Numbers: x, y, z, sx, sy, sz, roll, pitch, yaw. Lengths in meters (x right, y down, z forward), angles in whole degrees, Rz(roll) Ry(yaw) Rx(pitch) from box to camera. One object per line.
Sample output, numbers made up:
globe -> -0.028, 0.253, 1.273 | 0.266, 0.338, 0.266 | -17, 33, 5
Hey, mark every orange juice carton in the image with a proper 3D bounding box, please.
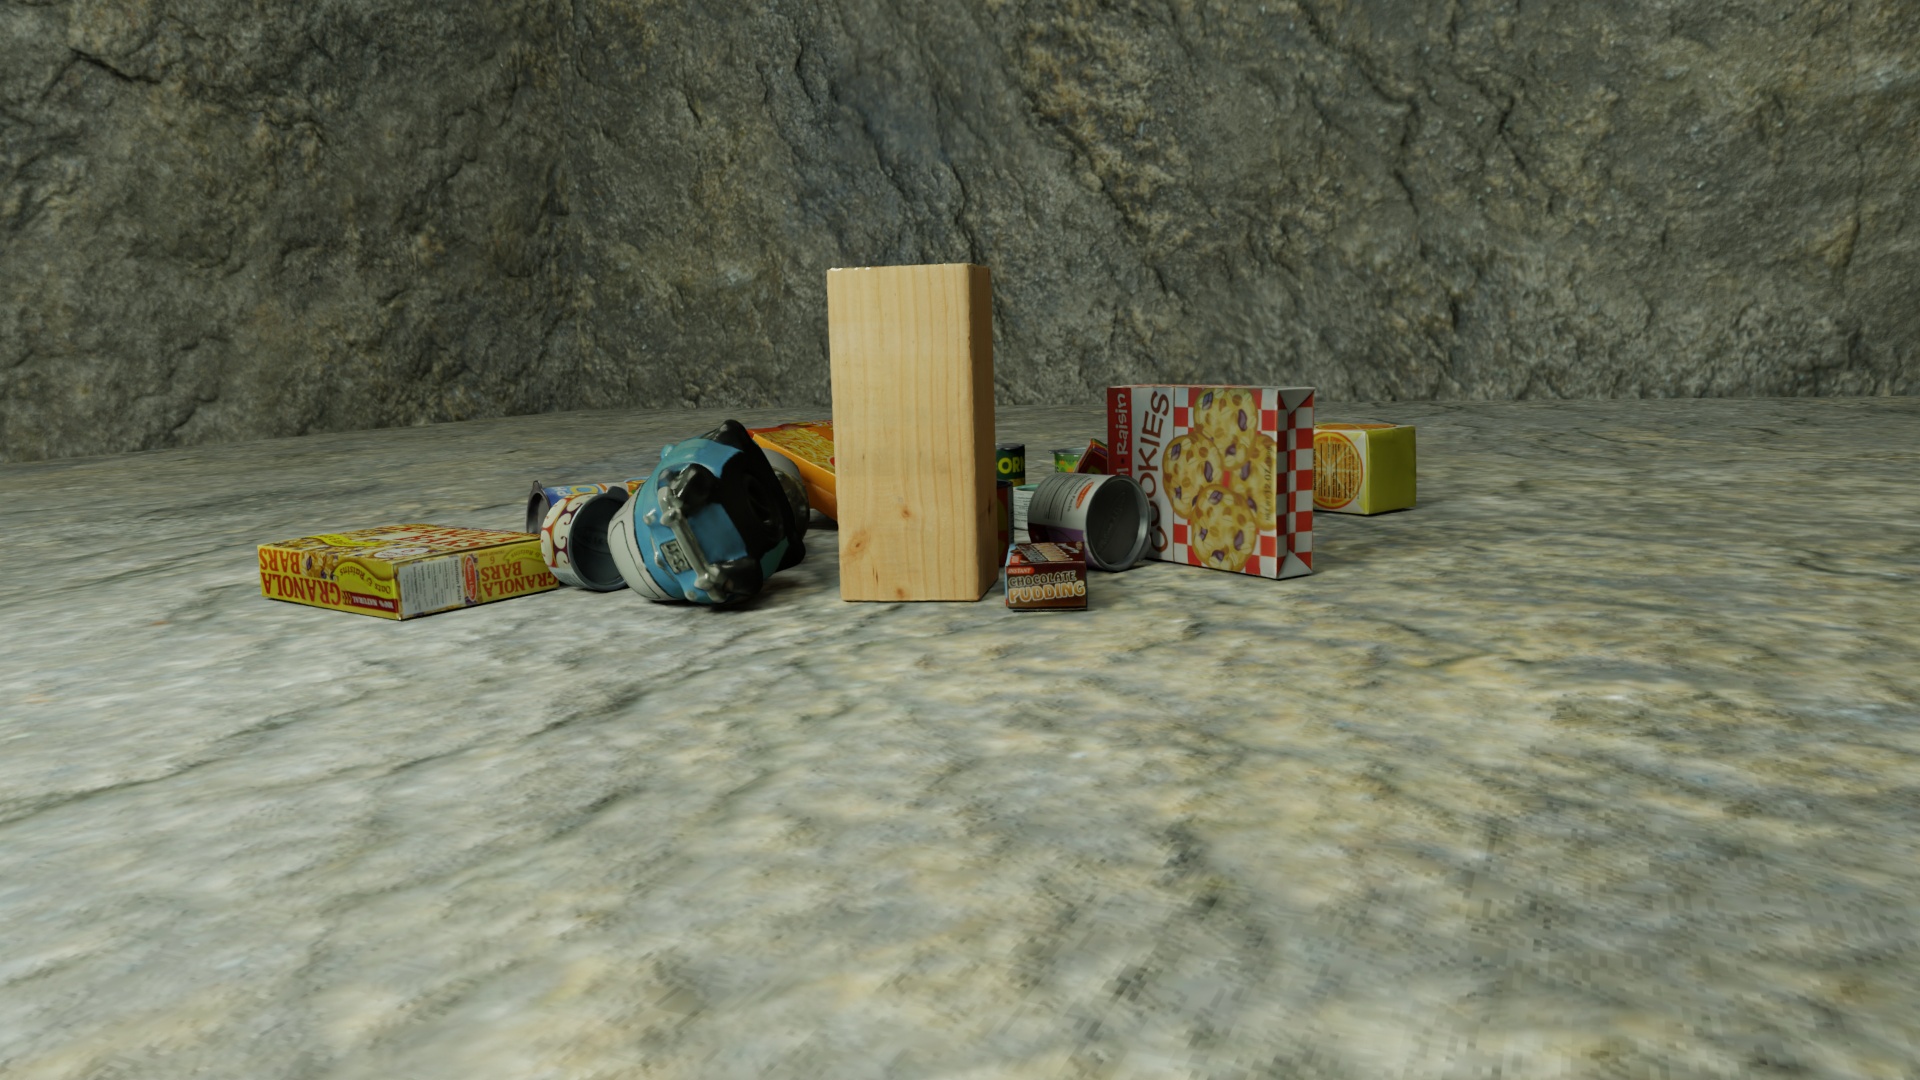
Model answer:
orange juice carton -> 0.310, -0.069, 1.258 | 0.072, 0.073, 0.192 | -8, 10, -37

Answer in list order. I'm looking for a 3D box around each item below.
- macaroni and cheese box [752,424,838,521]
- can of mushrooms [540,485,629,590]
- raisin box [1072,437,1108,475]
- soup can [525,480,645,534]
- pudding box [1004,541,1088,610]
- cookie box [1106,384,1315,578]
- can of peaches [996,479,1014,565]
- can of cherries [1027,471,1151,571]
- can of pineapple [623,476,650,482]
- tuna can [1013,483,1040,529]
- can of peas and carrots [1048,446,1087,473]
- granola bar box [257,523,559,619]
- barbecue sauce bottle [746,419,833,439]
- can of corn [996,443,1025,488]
macaroni and cheese box -> -0.101, -0.062, 1.277 | 0.124, 0.040, 0.167 | 28, 18, 19
can of mushrooms -> -0.247, -0.002, 0.939 | 0.033, 0.071, 0.071 | 2, 9, 39
raisin box -> 0.134, -0.043, 1.118 | 0.086, 0.040, 0.123 | 30, 10, 1
soup can -> -0.262, -0.011, 0.999 | 0.084, 0.071, 0.071 | -7, 10, -34
pudding box -> 0.053, 0.021, 0.852 | 0.050, 0.030, 0.084 | -2, 8, 5
cookie box -> 0.169, -0.046, 0.960 | 0.040, 0.122, 0.167 | -6, 9, -34
can of peaches -> 0.004, -0.013, 0.997 | 0.071, 0.058, 0.071 | -2, 9, 0
can of cherries -> 0.090, -0.012, 0.962 | 0.072, 0.071, 0.058 | -9, 10, -42
can of pineapple -> -0.234, -0.020, 1.101 | 0.071, 0.057, 0.071 | -2, 8, 0
tuna can -> 0.077, -0.029, 1.179 | 0.071, 0.032, 0.071 | -2, 9, 0
can of peas and carrots -> 0.115, -0.053, 1.241 | 0.071, 0.058, 0.071 | -2, 8, 0
granola bar box -> -0.375, 0.017, 0.945 | 0.165, 0.039, 0.124 | 4, 10, 35
barbecue sauce bottle -> -0.153, -0.098, 1.390 | 0.065, 0.043, 0.149 | 9, 13, 44
can of corn -> 0.031, -0.061, 1.320 | 0.071, 0.058, 0.071 | -2, 8, 0
